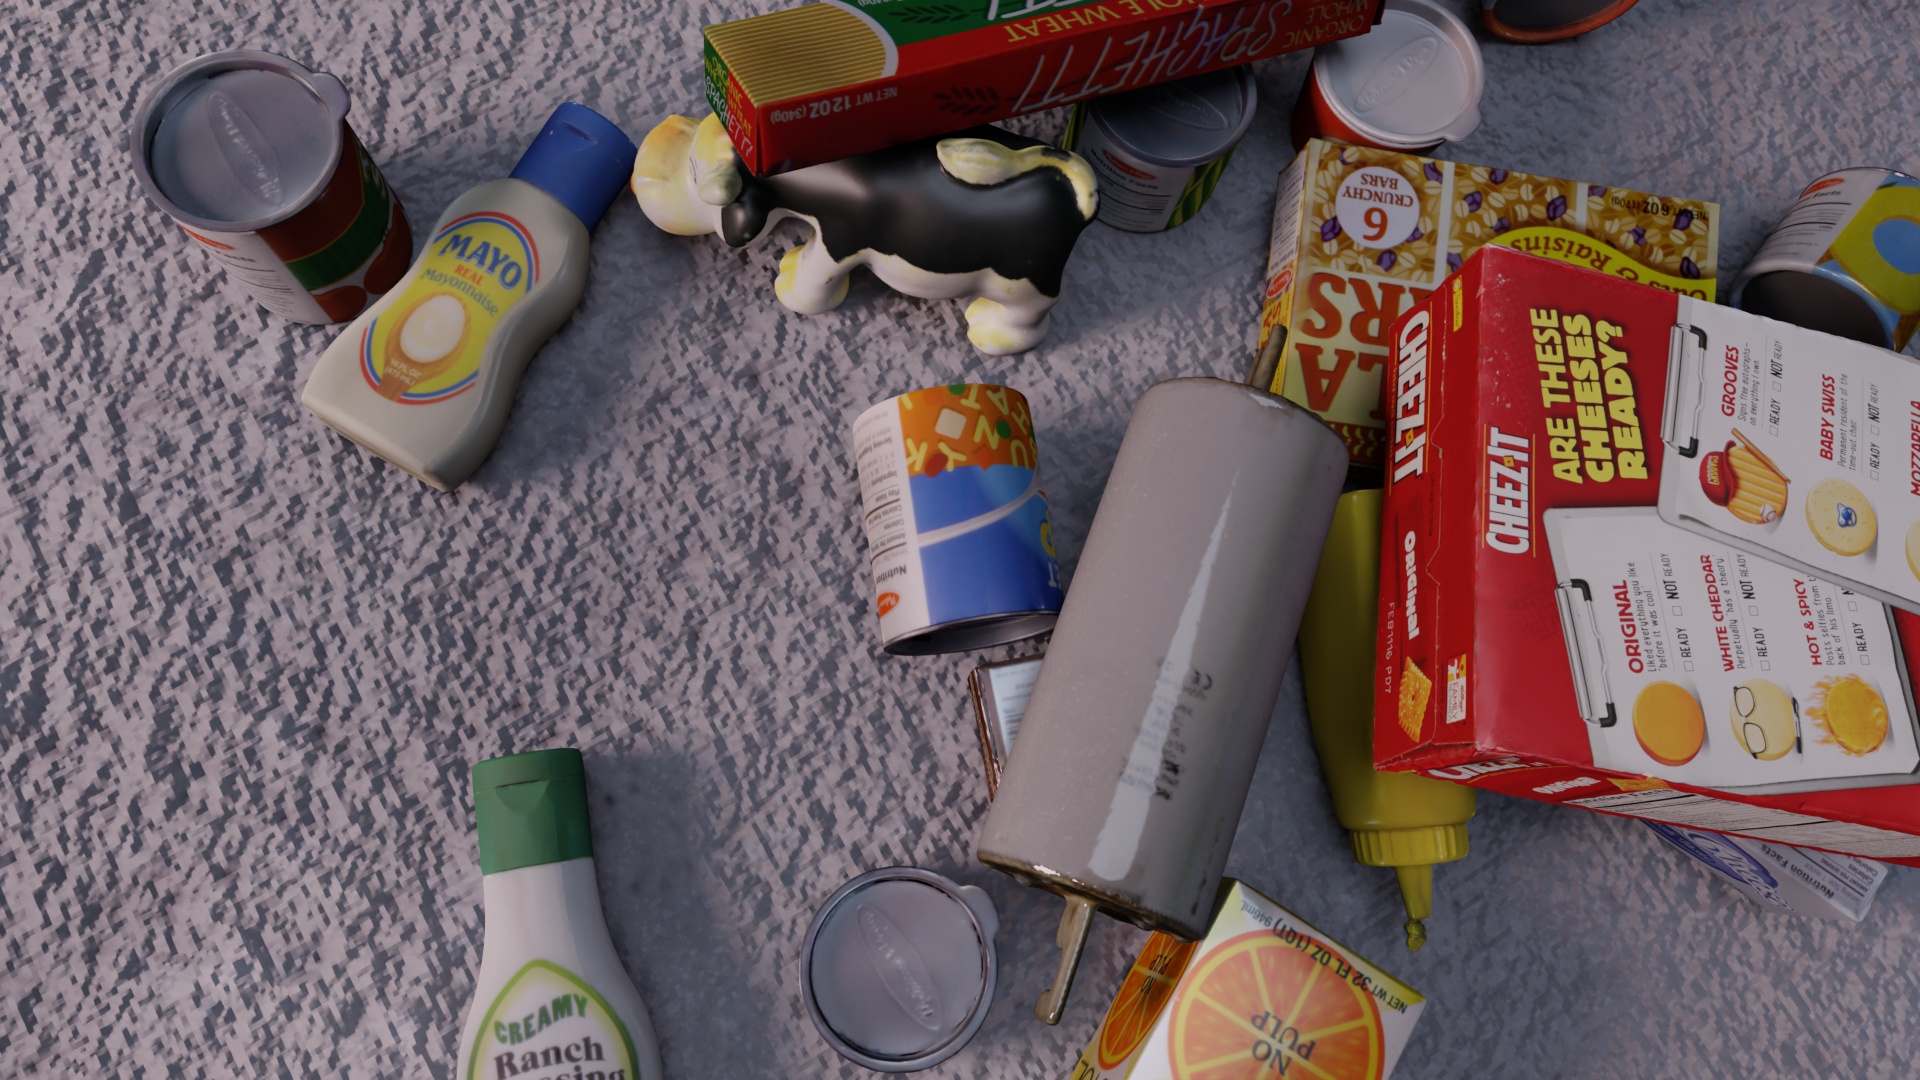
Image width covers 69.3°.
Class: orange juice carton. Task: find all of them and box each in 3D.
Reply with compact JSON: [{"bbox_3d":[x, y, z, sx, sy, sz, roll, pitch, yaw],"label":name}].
[{"bbox_3d":[0.064,0.209,0.445,0.072,0.073,0.193,32,76,2],"label":"orange juice carton"}]

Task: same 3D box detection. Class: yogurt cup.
[{"bbox_3d":[0.168,-0.177,0.560,0.072,0.054,0.072,1,76,-5],"label":"yogurt cup"}]

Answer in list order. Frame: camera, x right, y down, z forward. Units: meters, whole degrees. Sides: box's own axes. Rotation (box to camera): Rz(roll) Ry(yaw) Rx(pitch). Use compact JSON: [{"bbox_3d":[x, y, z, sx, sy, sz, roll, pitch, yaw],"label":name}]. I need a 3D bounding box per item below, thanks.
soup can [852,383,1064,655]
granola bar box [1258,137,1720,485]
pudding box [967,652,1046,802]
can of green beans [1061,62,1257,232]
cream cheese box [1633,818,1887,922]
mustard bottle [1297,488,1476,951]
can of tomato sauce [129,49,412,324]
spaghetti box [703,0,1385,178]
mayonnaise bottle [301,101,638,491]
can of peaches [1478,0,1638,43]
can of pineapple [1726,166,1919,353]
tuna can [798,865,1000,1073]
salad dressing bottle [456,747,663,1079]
[{"bbox_3d":[0.002,-0.006,0.497,0.071,0.071,0.084,-8,77,-7],"label":"soup can"},{"bbox_3d":[0.203,-0.079,0.539,0.166,0.039,0.124,8,84,-3],"label":"granola bar box"},{"bbox_3d":[0.048,0.063,0.502,0.084,0.030,0.050,-10,76,-8],"label":"pudding box"},{"bbox_3d":[0.076,-0.163,0.546,0.071,0.057,0.071,1,76,-5],"label":"can of green beans"},{"bbox_3d":[0.270,0.097,0.502,0.104,0.053,0.024,35,78,4],"label":"cream cheese box"},{"bbox_3d":[0.154,0.063,0.497,0.049,0.065,0.160,-3,81,-12],"label":"mustard bottle"},{"bbox_3d":[-0.238,-0.123,0.493,0.071,0.083,0.071,1,76,-5],"label":"can of tomato sauce"},{"bbox_3d":[0.037,-0.178,0.483,0.251,0.028,0.050,-19,55,-19],"label":"spaghetti box"},{"bbox_3d":[-0.173,-0.094,0.514,0.065,0.041,0.148,29,76,4],"label":"mayonnaise bottle"},{"bbox_3d":[0.250,-0.250,0.580,0.071,0.071,0.058,-1,76,-5],"label":"can of peaches"},{"bbox_3d":[0.354,-0.103,0.553,0.071,0.071,0.058,42,77,5],"label":"can of pineapple"},{"bbox_3d":[-0.019,0.143,0.474,0.071,0.032,0.071,1,76,-5],"label":"tuna can"},{"bbox_3d":[-0.135,0.144,0.457,0.064,0.044,0.148,-9,77,-9],"label":"salad dressing bottle"}]
